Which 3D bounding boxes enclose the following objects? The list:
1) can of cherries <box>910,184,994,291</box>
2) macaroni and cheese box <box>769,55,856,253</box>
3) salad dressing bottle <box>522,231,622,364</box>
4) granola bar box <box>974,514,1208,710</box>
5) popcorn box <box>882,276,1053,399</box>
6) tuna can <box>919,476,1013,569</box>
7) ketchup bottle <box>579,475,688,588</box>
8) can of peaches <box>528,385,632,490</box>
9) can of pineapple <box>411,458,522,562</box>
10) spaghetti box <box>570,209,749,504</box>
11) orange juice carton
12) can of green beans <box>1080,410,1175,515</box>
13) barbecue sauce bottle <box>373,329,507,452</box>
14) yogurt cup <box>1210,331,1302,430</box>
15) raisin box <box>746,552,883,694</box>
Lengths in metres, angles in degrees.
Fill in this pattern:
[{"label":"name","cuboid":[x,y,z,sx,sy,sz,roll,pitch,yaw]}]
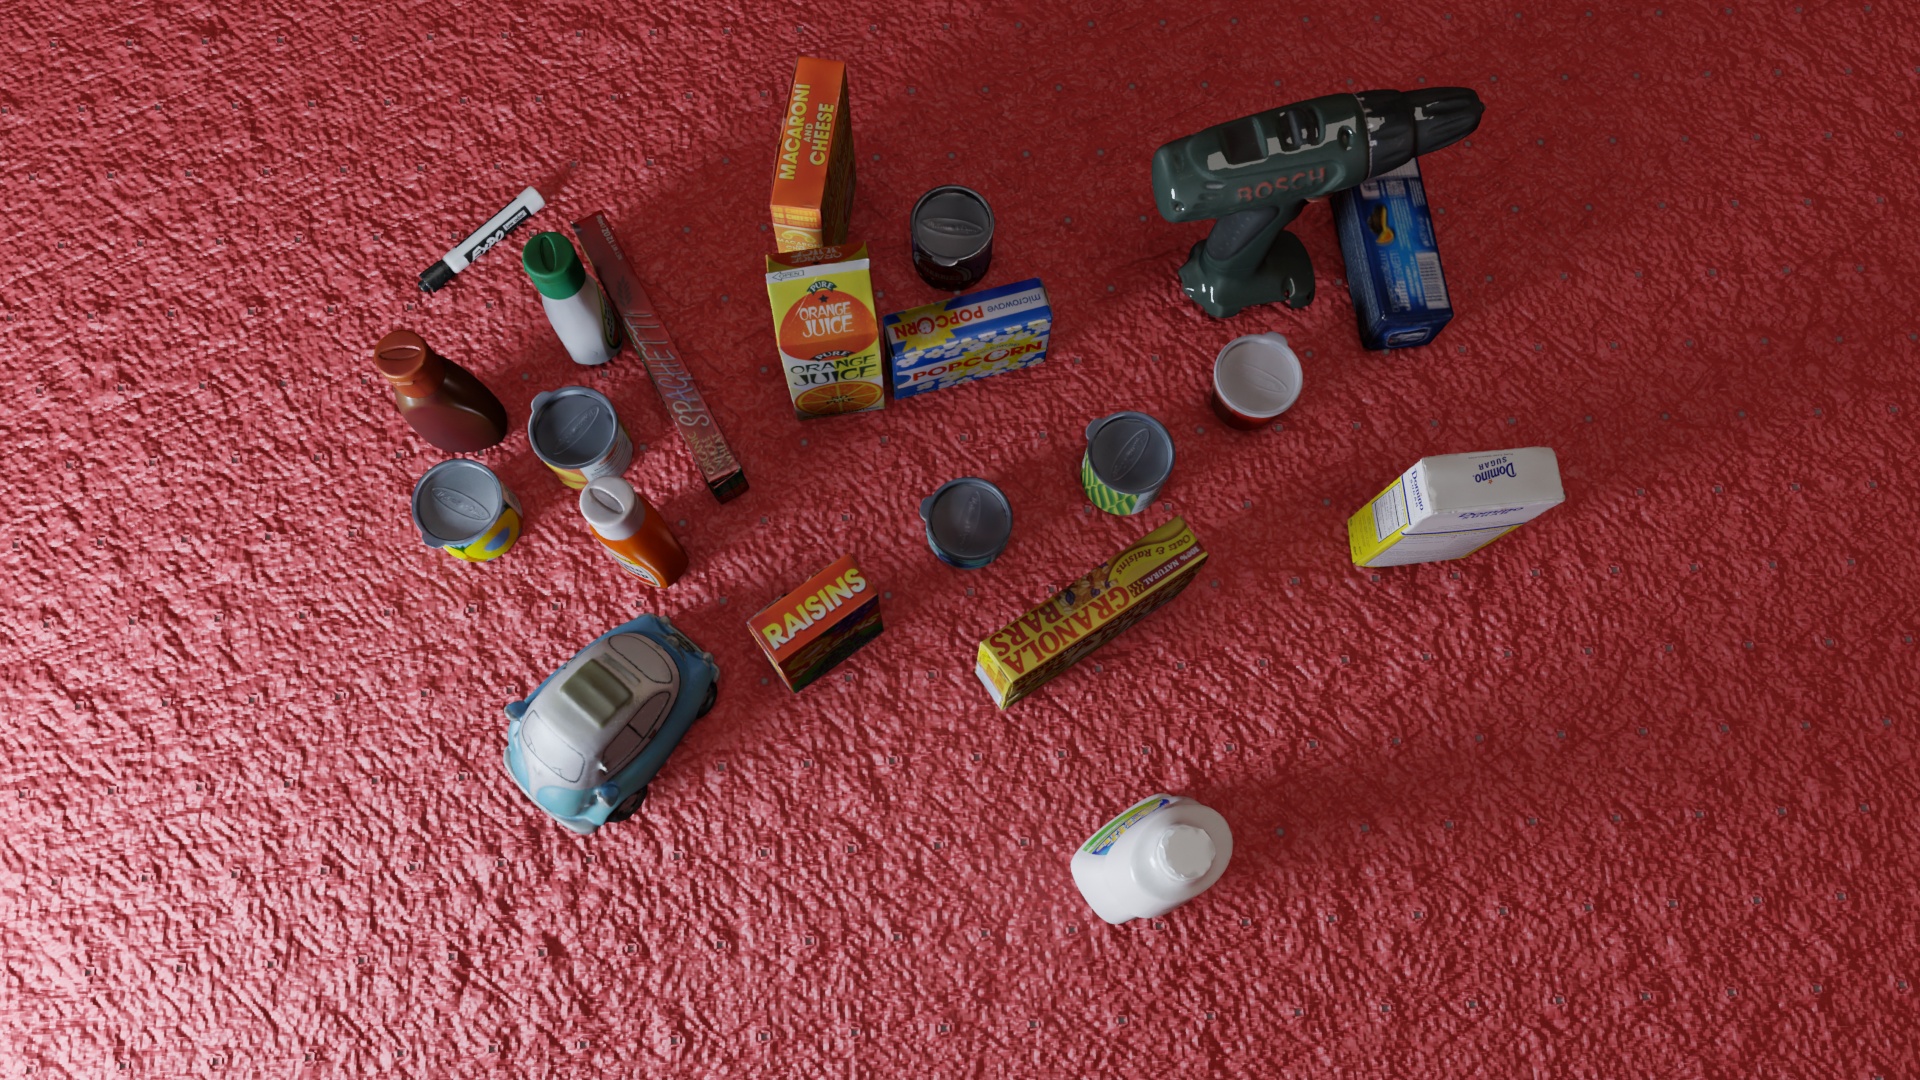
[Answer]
[{"label":"can of cherries","cuboid":[-0.008,-0.238,1.107,0.071,0.058,0.071,0,74,-1]},{"label":"macaroni and cheese box","cuboid":[-0.111,-0.266,1.056,0.040,0.166,0.124,7,75,1]},{"label":"salad dressing bottle","cuboid":[-0.289,-0.180,1.037,0.044,0.147,0.064,-13,75,-5]},{"label":"granola bar box","cuboid":[0.091,0.055,0.993,0.166,0.124,0.039,-32,78,-10]},{"label":"popcorn box","cuboid":[0.005,-0.154,1.070,0.127,0.085,0.038,-15,76,-6]},{"label":"tuna can","cuboid":[0.004,-0.013,1.057,0.071,0.032,0.071,0,74,-1]},{"label":"ketchup bottle","cuboid":[-0.235,-0.008,0.989,0.065,0.148,0.043,34,77,8]},{"label":"can of peaches","cuboid":[-0.289,-0.078,1.054,0.071,0.058,0.071,0,74,-1]},{"label":"can of pineapple","cuboid":[-0.368,-0.020,1.036,0.071,0.057,0.071,0,74,-1]},{"label":"spaghetti box","cuboid":[-0.233,-0.143,1.078,0.029,0.050,0.250,-28,77,-9]},{"label":"orange juice carton","cuboid":[-0.097,-0.157,1.012,0.072,0.192,0.073,-8,75,-4]},{"label":"can of green beans","cuboid":[0.127,-0.058,1.060,0.071,0.057,0.071,0,74,-1]},{"label":"barbecue sauce bottle","cuboid":[-0.382,-0.107,1.013,0.065,0.148,0.044,-5,75,-3]},{"label":"yogurt cup","cuboid":[0.227,-0.120,1.082,0.072,0.053,0.072,0,74,-1]},{"label":"raisin box","cuboid":[-0.100,0.060,0.986,0.086,0.123,0.040,-34,78,-10]}]
